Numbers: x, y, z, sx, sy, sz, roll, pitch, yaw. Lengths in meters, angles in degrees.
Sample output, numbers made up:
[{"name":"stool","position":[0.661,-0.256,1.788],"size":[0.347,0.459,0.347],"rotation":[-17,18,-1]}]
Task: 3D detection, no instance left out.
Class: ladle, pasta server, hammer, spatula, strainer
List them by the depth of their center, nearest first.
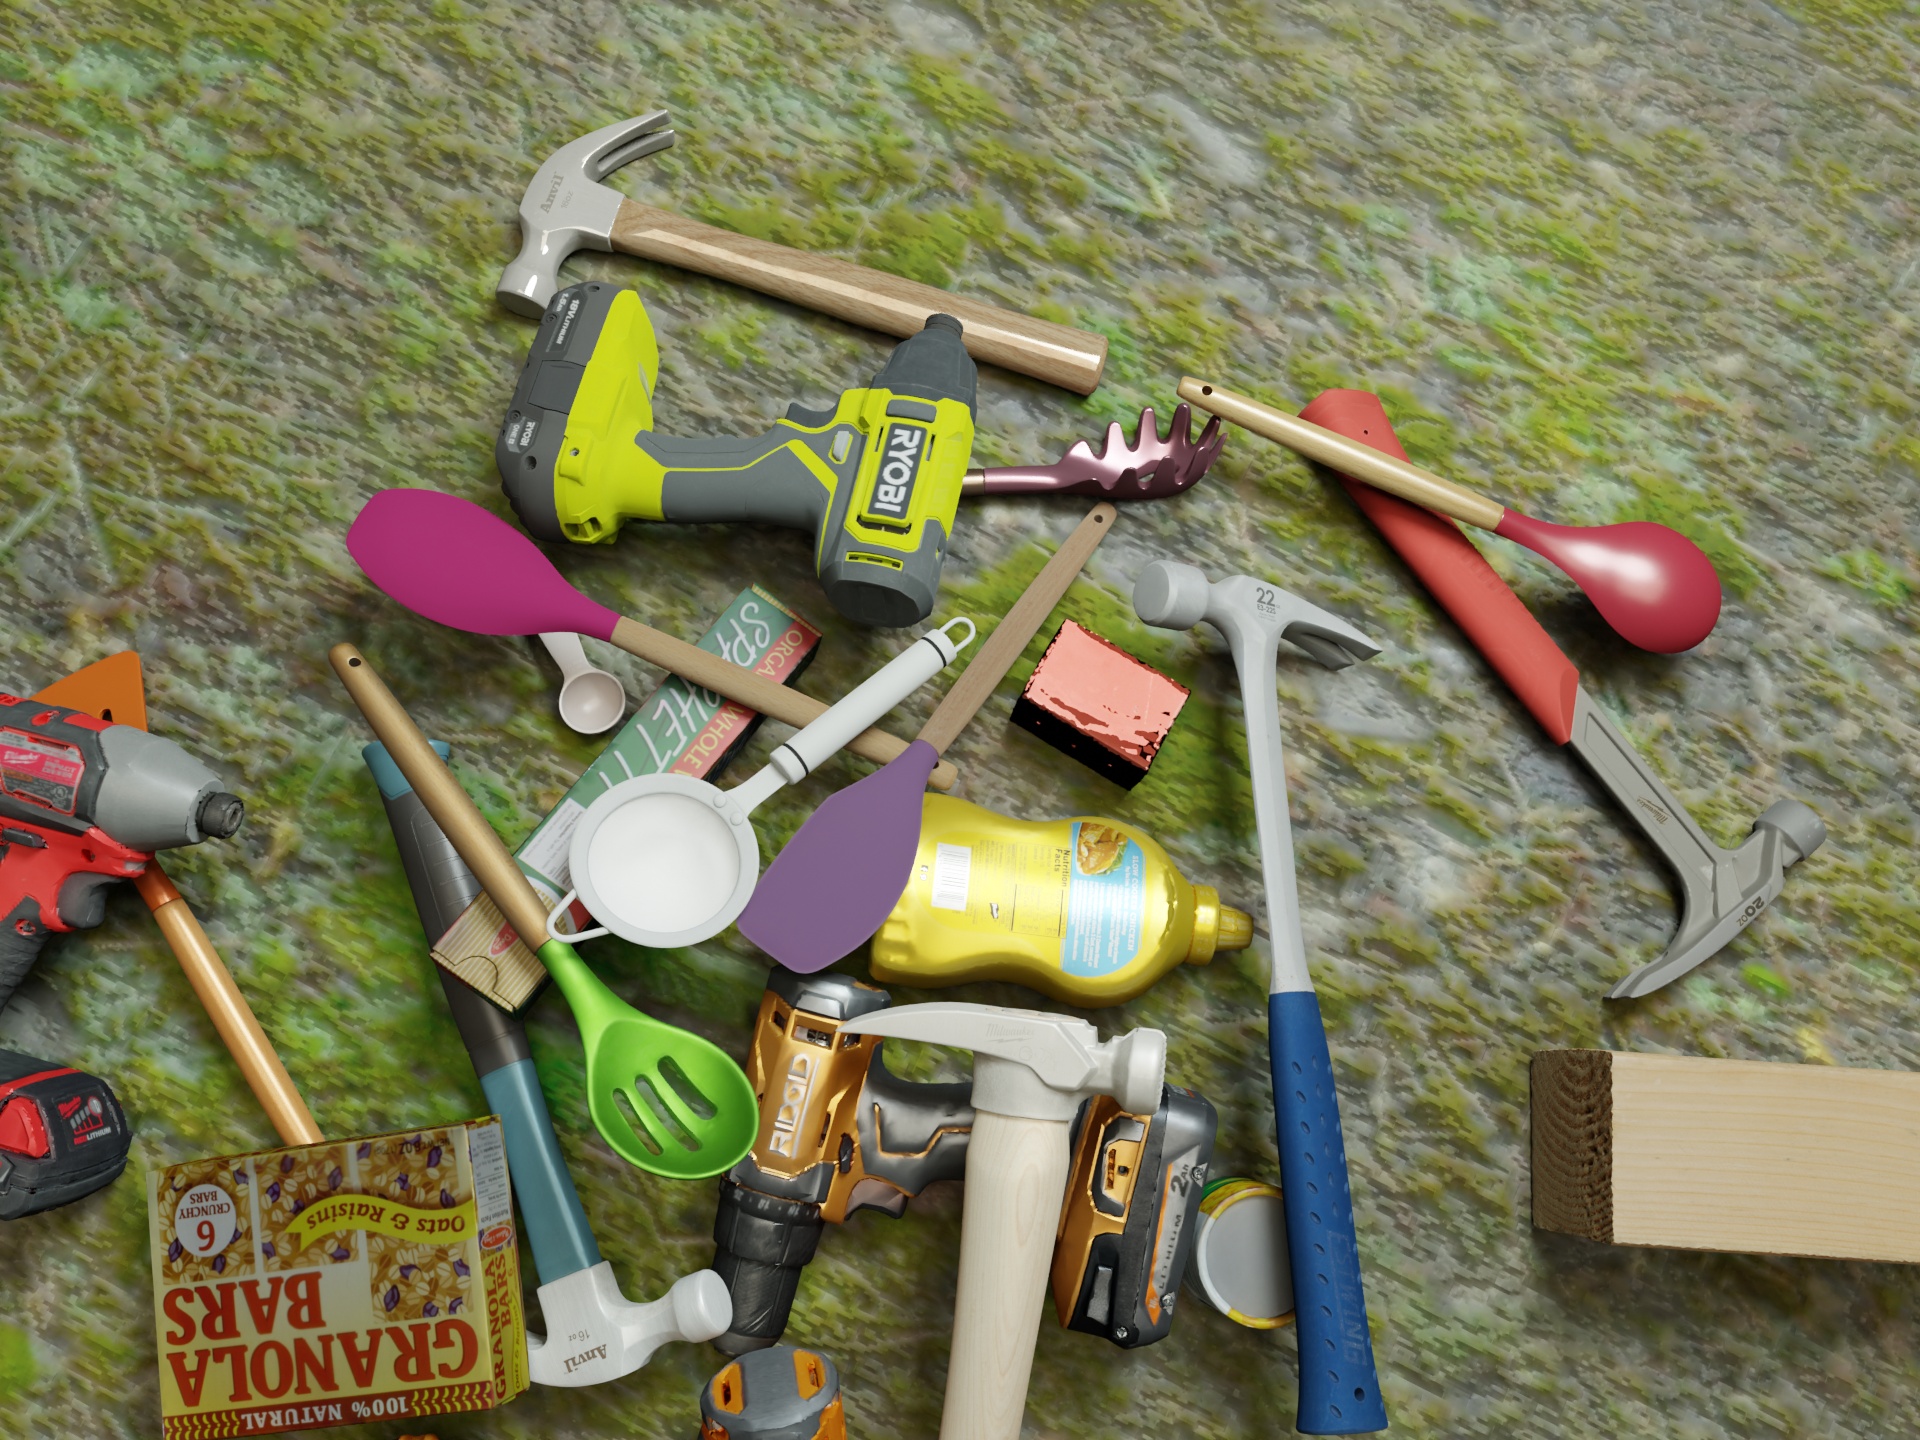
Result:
[{"name":"hammer","position":[-0.004,0.332,0.698],"size":[0.146,0.038,0.411],"rotation":[6,87,9]},{"name":"strainer","position":[-0.088,0.028,0.763],"size":[0.258,0.050,0.087],"rotation":[-39,77,-20]},{"name":"hammer","position":[0.164,0.121,0.768],"size":[0.144,0.035,0.406],"rotation":[8,68,-31]},{"name":"hammer","position":[-0.224,0.156,0.772],"size":[0.128,0.033,0.331],"rotation":[-25,76,10]},{"name":"spatula","position":[-0.377,0.113,0.789],"size":[0.081,0.041,0.322],"rotation":[-31,86,-9]},{"name":"spatula","position":[-0.001,-0.003,0.804],"size":[0.060,0.018,0.316],"rotation":[34,63,4]},{"name":"ladle","position":[0.262,-0.118,0.846],"size":[0.315,0.031,0.069],"rotation":[23,78,2]},{"name":"pasta server","position":[-0.015,-0.135,0.861],"size":[0.316,0.040,0.060],"rotation":[-4,37,-3]},{"name":"hammer","position":[0.298,-0.030,0.862],"size":[0.149,0.036,0.359],"rotation":[-37,83,-11]},{"name":"hammer","position":[-0.079,-0.245,0.883],"size":[0.331,0.031,0.130],"rotation":[16,77,-1]}]

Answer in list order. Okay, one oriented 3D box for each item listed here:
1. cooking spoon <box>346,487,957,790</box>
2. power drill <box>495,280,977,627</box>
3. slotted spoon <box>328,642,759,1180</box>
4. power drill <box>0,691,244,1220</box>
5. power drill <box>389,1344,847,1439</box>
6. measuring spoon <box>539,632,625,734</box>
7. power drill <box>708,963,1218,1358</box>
[{"name":"cooking spoon","position":[-0.147,-0.035,0.789],"size":[0.319,0.017,0.069],"rotation":[24,58,-8]},{"name":"power drill","position":[-0.106,-0.148,0.817],"size":[0.223,0.080,0.171],"rotation":[10,68,6]},{"name":"slotted spoon","position":[-0.200,0.082,0.727],"size":[0.070,0.031,0.314],"rotation":[-28,71,-40]},{"name":"power drill","position":[-0.424,0.105,0.736],"size":[0.143,0.078,0.220],"rotation":[14,87,3]},{"name":"power drill","position":[-0.157,0.382,0.708],"size":[0.226,0.084,0.164],"rotation":[-9,102,-9]},{"name":"measuring spoon","position":[-0.212,-0.045,0.841],"size":[0.034,0.018,0.124],"rotation":[-27,74,-8]},{"name":"power drill","position":[-0.008,0.232,0.762],"size":[0.226,0.084,0.185],"rotation":[15,84,3]}]
